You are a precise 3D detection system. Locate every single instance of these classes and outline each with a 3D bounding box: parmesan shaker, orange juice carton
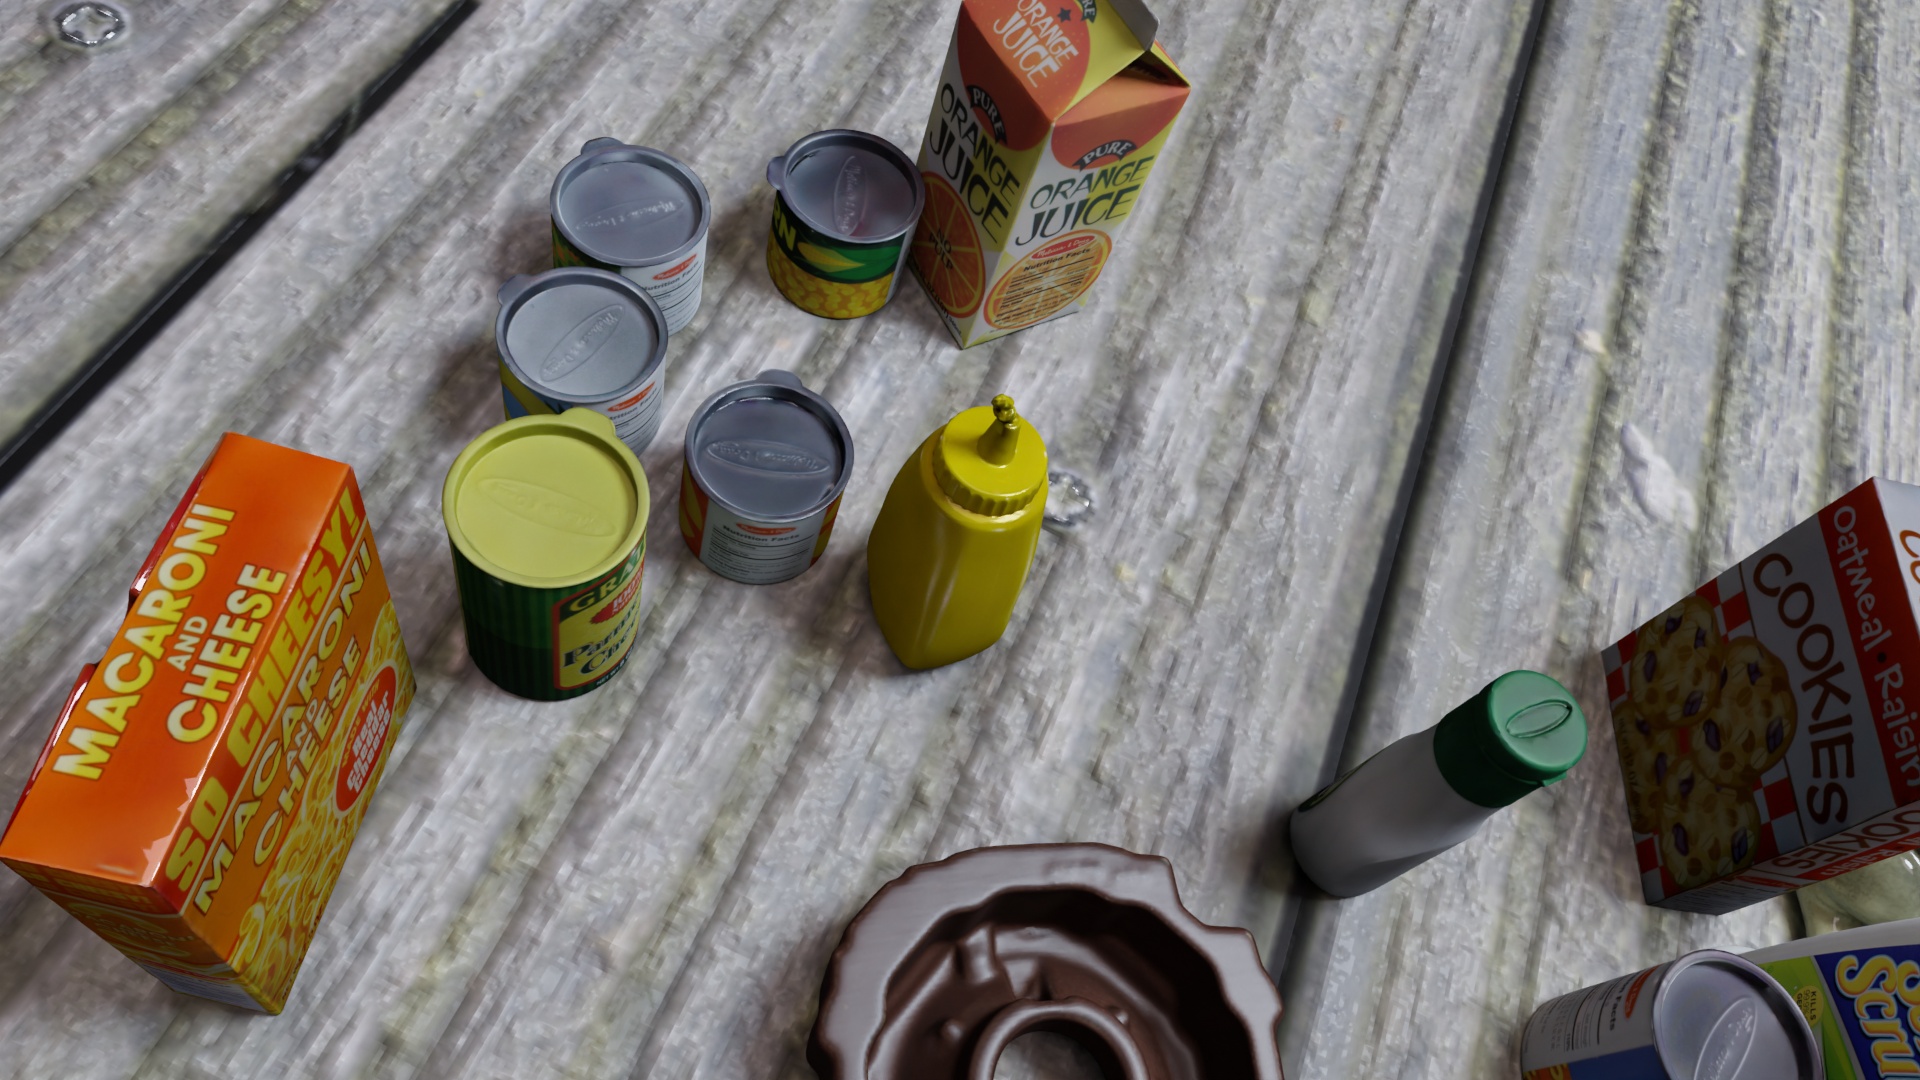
[{"bbox_3d":[-0.147,0.008,0.505,0.071,0.102,0.071,6,60,-11],"label":"parmesan shaker"},{"bbox_3d":[0.035,-0.174,0.602,0.073,0.191,0.072,-22,69,-24],"label":"orange juice carton"}]

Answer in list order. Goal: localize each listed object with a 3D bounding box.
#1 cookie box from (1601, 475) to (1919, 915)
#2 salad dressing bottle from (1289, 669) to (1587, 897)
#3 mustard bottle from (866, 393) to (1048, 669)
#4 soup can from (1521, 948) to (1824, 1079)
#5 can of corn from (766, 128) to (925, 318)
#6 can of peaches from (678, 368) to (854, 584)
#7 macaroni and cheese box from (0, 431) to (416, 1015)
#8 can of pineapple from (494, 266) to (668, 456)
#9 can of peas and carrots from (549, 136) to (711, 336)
[{"bbox_3d":[0.336,0.069,0.560,0.040,0.166,0.123,10,60,-9],"label":"cookie box"},{"bbox_3d":[0.173,0.093,0.515,0.064,0.147,0.044,-15,67,-22],"label":"salad dressing bottle"},{"bbox_3d":[0.002,-0.006,0.518,0.049,0.159,0.065,-14,66,-21],"label":"mustard bottle"},{"bbox_3d":[0.264,0.197,0.518,0.071,0.083,0.071,6,60,-11],"label":"soup can"},{"bbox_3d":[-0.057,-0.145,0.640,0.071,0.058,0.071,6,60,-11],"label":"can of corn"},{"bbox_3d":[-0.080,-0.025,0.567,0.071,0.057,0.071,6,60,-11],"label":"can of peaches"},{"bbox_3d":[-0.214,0.063,0.419,0.040,0.165,0.124,15,59,-6],"label":"macaroni and cheese box"},{"bbox_3d":[-0.156,-0.071,0.572,0.071,0.057,0.071,6,60,-11],"label":"can of pineapple"},{"bbox_3d":[-0.146,-0.130,0.608,0.071,0.058,0.071,6,60,-11],"label":"can of peas and carrots"}]
